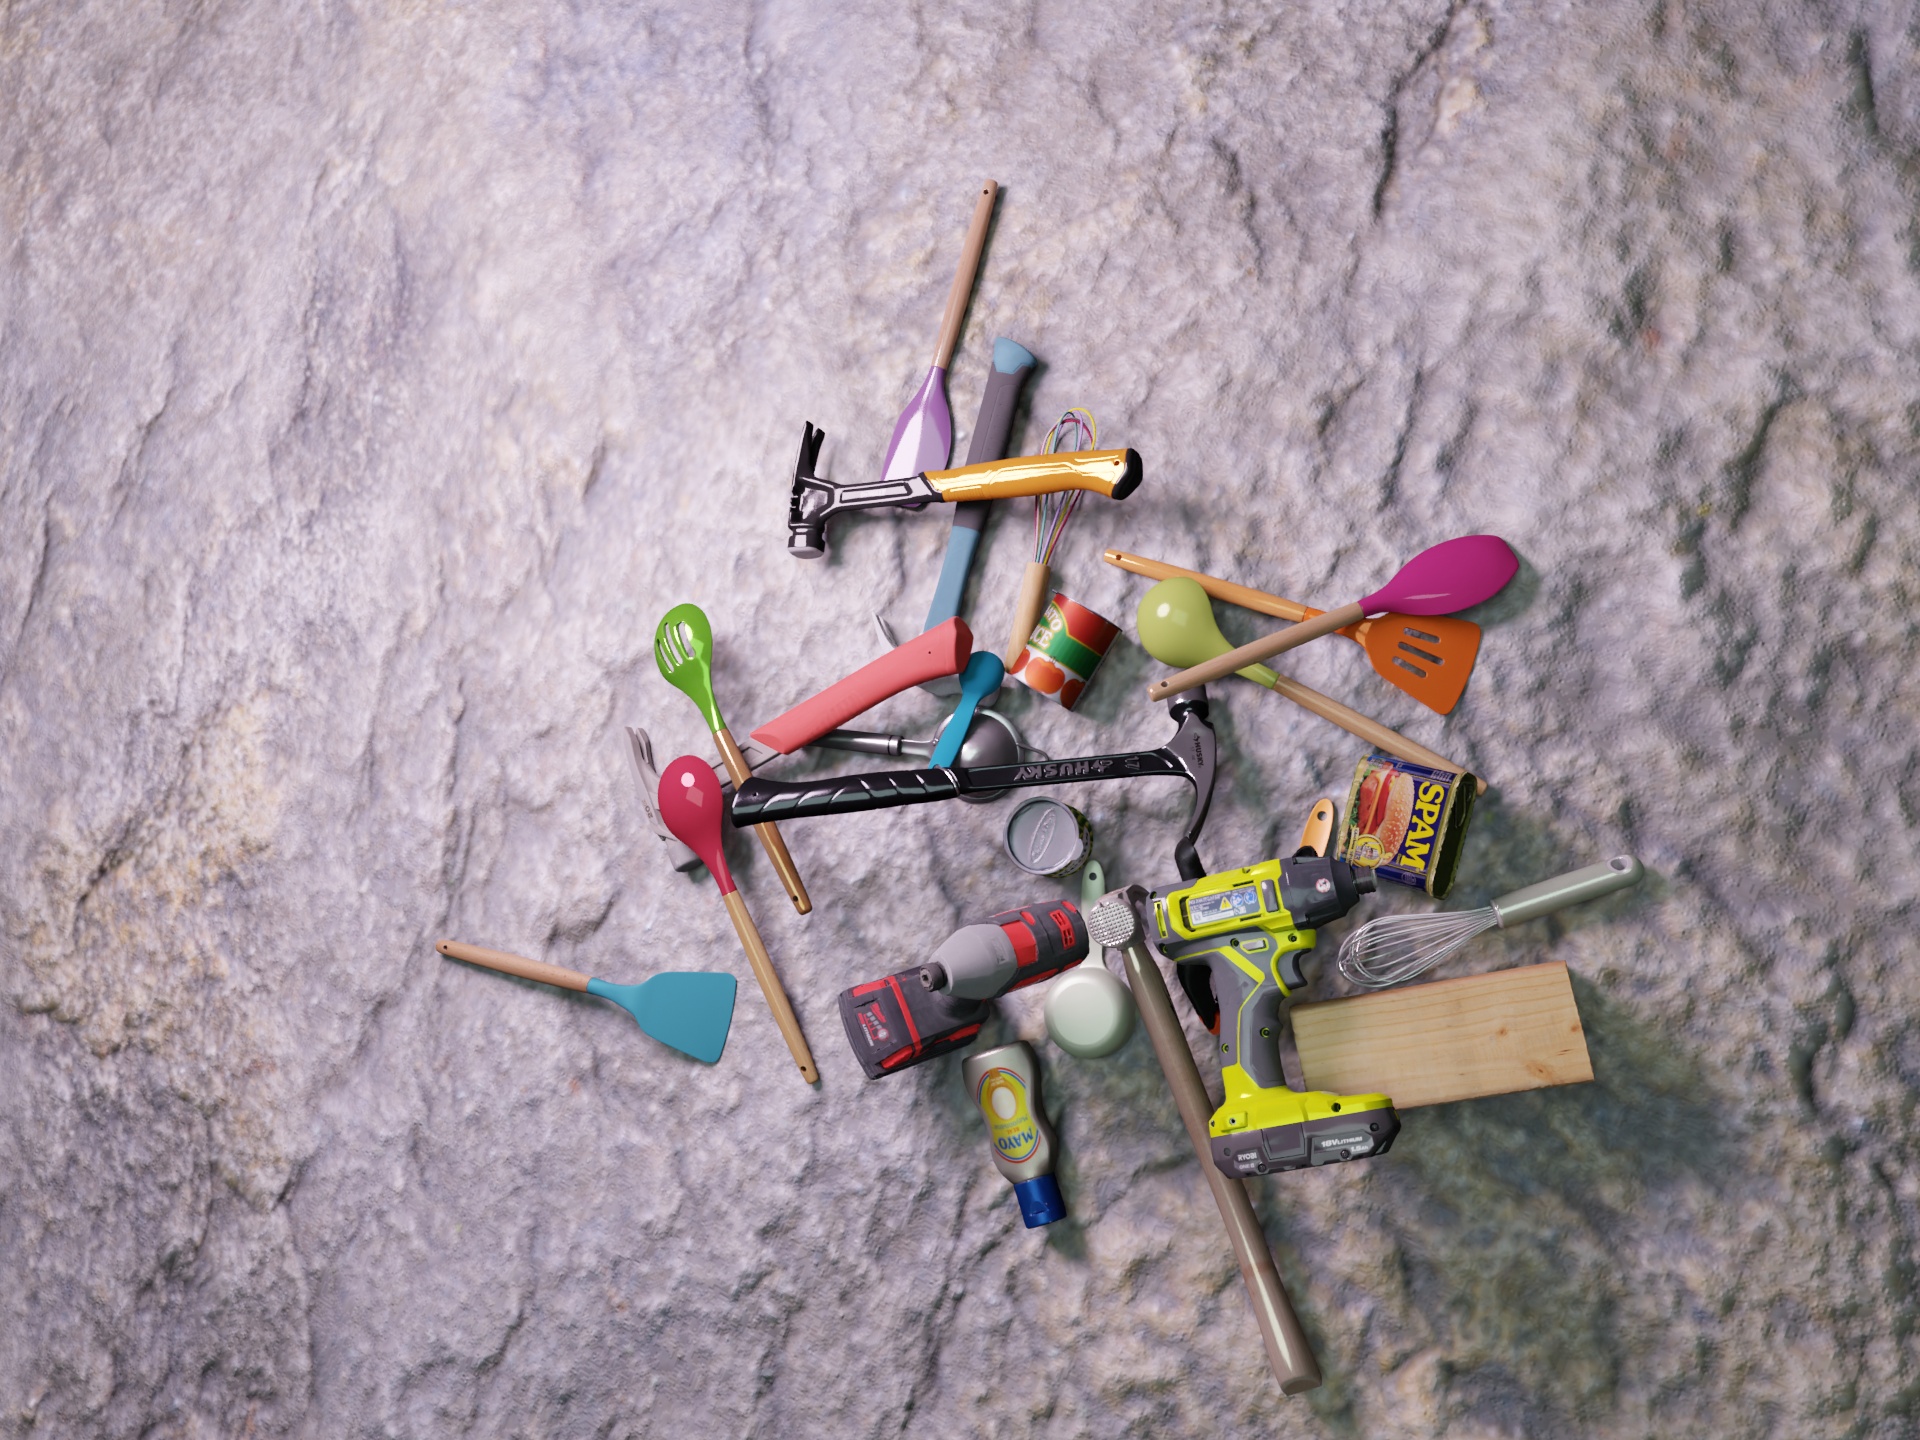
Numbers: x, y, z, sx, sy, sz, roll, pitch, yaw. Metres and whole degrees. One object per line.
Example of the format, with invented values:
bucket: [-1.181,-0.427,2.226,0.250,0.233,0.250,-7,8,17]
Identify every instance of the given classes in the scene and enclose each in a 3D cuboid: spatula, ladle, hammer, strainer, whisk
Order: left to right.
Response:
spatula: [-0.361,0.245,1.494,0.317,0.044,0.082,10,85,24]
ladle: [-0.196,0.178,1.422,0.069,0.031,0.315,-26,86,23]
hammer: [-0.146,-0.004,1.429,0.359,0.036,0.149,-29,74,21]
strainer: [-0.051,0.025,1.420,0.258,0.050,0.087,6,98,22]
spatula: [-0.011,-0.351,1.476,0.060,0.018,0.316,14,87,17]
hammer: [-0.001,-0.215,1.403,0.337,0.034,0.127,-1,78,26]
hammer: [0.011,-0.185,1.436,0.128,0.033,0.331,13,86,18]
hammer: [0.011,0.055,1.326,0.409,0.036,0.149,-6,56,4]
whisk: [0.077,-0.159,1.406,0.047,0.051,0.245,13,89,13]
hammer: [0.198,0.328,1.268,0.038,0.146,0.411,-22,85,12]
spatula: [0.270,-0.093,1.345,0.323,0.041,0.081,20,86,24]
ladle: [0.289,-0.024,1.320,0.320,0.062,0.078,29,122,12]
whisk: [0.414,0.155,1.248,0.246,0.059,0.058,-21,38,9]

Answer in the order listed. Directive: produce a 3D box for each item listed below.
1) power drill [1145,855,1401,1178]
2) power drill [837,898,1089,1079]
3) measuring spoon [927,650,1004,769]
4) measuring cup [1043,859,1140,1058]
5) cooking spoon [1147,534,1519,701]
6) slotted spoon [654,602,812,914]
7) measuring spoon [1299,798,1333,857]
power drill: [0.243,0.216,1.181,0.171,0.080,0.223,-15,73,18]
power drill: [-0.006,0.213,1.274,0.219,0.143,0.079,-43,66,51]
measuring spoon: [-0.002,-0.004,1.372,0.042,0.021,0.129,19,78,28]
measuring cup: [0.108,0.201,1.339,0.083,0.038,0.168,-1,83,18]
cooking spoon: [0.301,-0.080,1.291,0.319,0.017,0.069,-22,55,-1]
slotted spoon: [-0.203,0.032,1.420,0.070,0.031,0.314,-34,74,25]
measuring spoon: [0.287,0.121,1.313,0.021,0.011,0.117,16,83,20]
